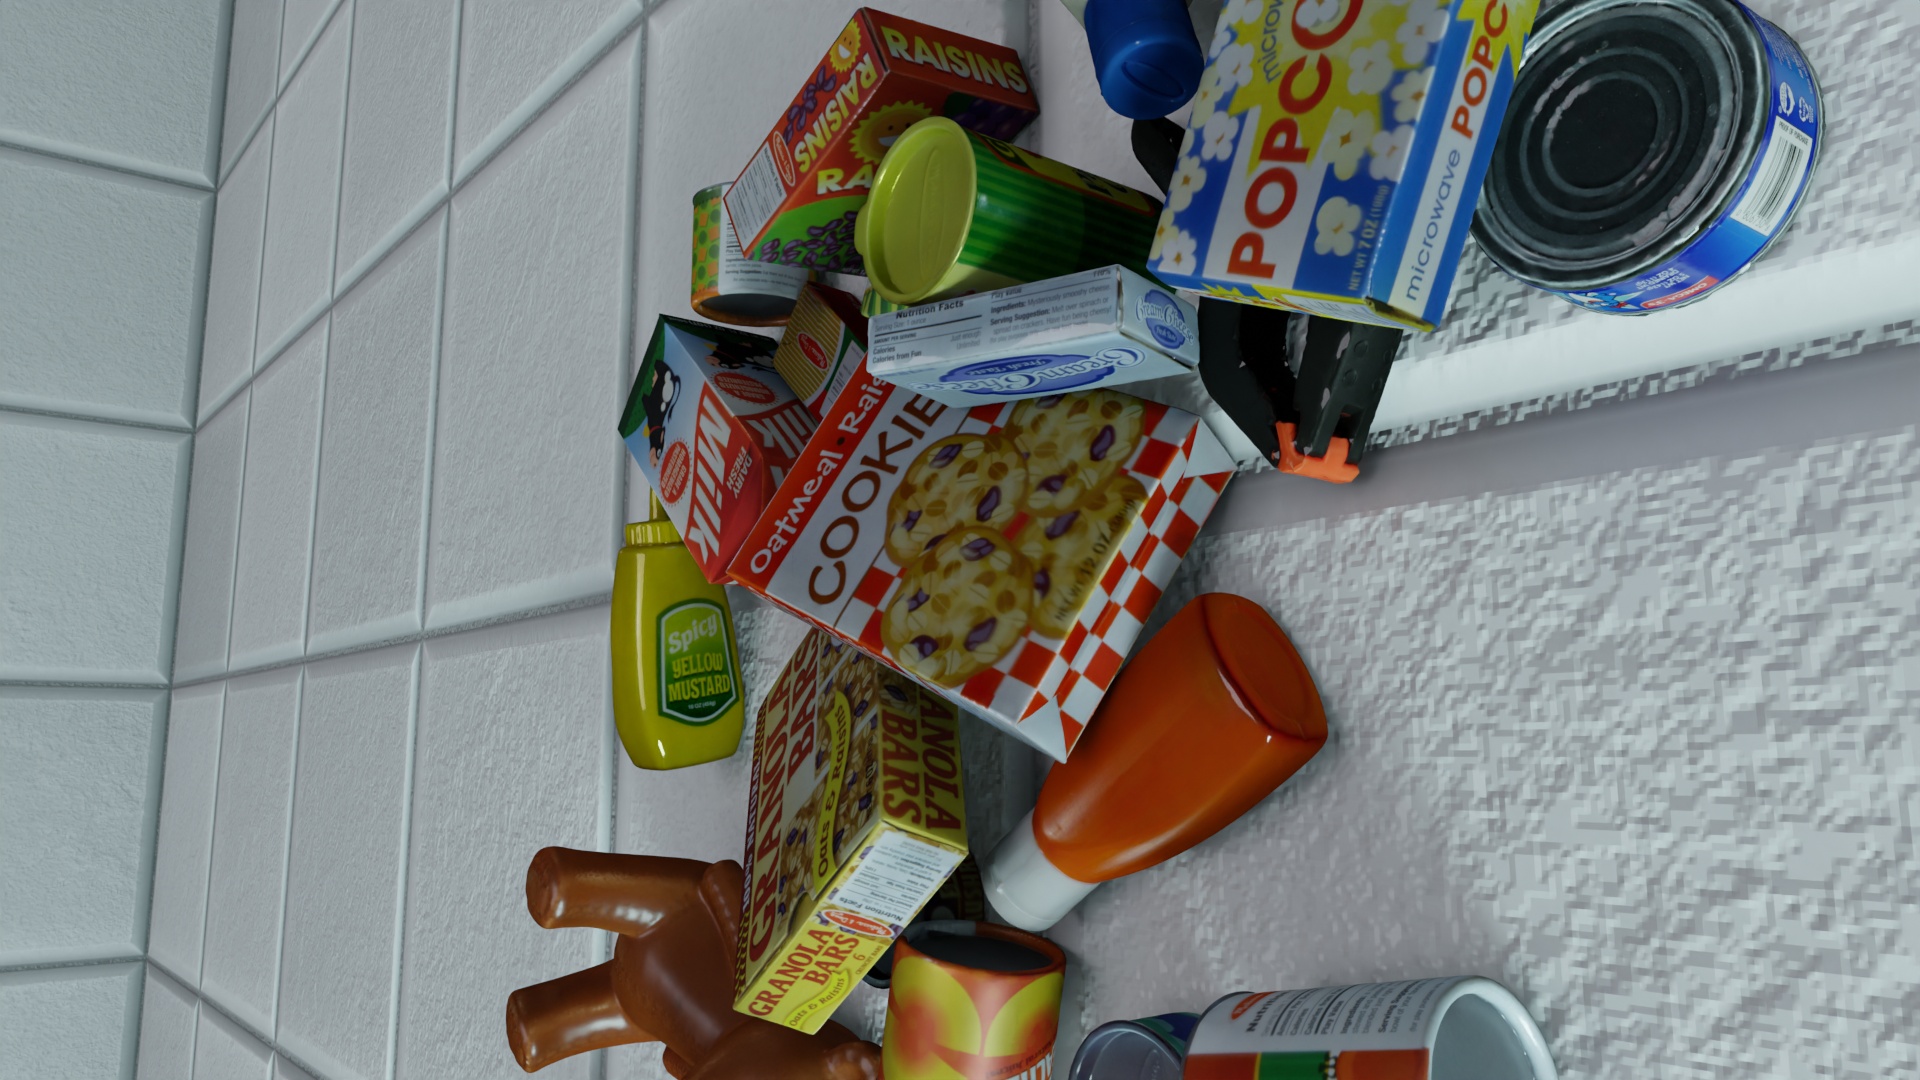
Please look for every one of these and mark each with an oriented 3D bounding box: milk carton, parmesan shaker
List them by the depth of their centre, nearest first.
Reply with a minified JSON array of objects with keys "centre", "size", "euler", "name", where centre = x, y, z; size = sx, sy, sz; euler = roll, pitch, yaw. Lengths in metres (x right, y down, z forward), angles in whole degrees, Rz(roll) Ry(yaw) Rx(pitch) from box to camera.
[{"centre":[0.022,-0.110,0.518],"size":[0.071,0.103,0.071],"euler":[-11,76,50],"name":"parmesan shaker"},{"centre":[-0.100,-0.034,0.687],"size":[0.191,0.072,0.073],"euler":[49,122,44],"name":"milk carton"}]

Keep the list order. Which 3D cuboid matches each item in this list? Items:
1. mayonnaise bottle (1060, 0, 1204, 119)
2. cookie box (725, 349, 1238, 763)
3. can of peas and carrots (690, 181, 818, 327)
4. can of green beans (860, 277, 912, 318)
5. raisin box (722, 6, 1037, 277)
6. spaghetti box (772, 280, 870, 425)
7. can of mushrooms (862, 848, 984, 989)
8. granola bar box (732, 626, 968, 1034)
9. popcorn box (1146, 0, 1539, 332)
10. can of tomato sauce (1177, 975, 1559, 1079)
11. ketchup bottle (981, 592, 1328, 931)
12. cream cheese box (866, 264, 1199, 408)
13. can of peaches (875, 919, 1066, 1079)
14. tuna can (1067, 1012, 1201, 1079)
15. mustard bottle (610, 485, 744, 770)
[{"centre":[0.058,-0.218,0.509],"size":[0.041,0.065,0.149],"euler":[-39,47,40],"name":"mayonnaise bottle"},{"centre":[0.002,-0.007,0.524],"size":[0.167,0.040,0.123],"euler":[22,76,43],"name":"cookie box"},{"centre":[-0.107,-0.146,0.722],"size":[0.071,0.071,0.059],"euler":[-10,77,51],"name":"can of peas and carrots"},{"centre":[-0.005,-0.116,0.584],"size":[0.071,0.071,0.057],"euler":[25,105,51],"name":"can of green beans"},{"centre":[-0.037,-0.172,0.618],"size":[0.123,0.086,0.040],"euler":[-39,61,42],"name":"raisin box"},{"centre":[-0.019,-0.038,0.620],"size":[0.251,0.029,0.050],"euler":[50,123,43],"name":"spaghetti box"},{"centre":[-0.021,0.153,0.587],"size":[0.071,0.033,0.071],"euler":[-12,74,51],"name":"can of mushrooms"},{"centre":[-0.048,0.096,0.576],"size":[0.123,0.039,0.166],"euler":[-54,23,30],"name":"granola bar box"},{"centre":[0.111,-0.129,0.401],"size":[0.085,0.038,0.126],"euler":[23,98,51],"name":"popcorn box"},{"centre":[0.114,0.160,0.387],"size":[0.083,0.071,0.071],"euler":[-26,64,47],"name":"can of tomato sauce"},{"centre":[0.060,0.086,0.486],"size":[0.148,0.043,0.065],"euler":[-51,45,35],"name":"ketchup bottle"},{"centre":[0.024,-0.068,0.477],"size":[0.103,0.053,0.024],"euler":[-5,80,35],"name":"cream cheese box"},{"centre":[0.006,0.181,0.523],"size":[0.071,0.071,0.058],"euler":[6,89,52],"name":"can of peaches"},{"centre":[0.071,0.194,0.463],"size":[0.071,0.033,0.071],"euler":[-11,76,51],"name":"tuna can"},{"centre":[-0.154,0.039,0.734],"size":[0.048,0.065,0.160],"euler":[-4,93,49],"name":"mustard bottle"}]
